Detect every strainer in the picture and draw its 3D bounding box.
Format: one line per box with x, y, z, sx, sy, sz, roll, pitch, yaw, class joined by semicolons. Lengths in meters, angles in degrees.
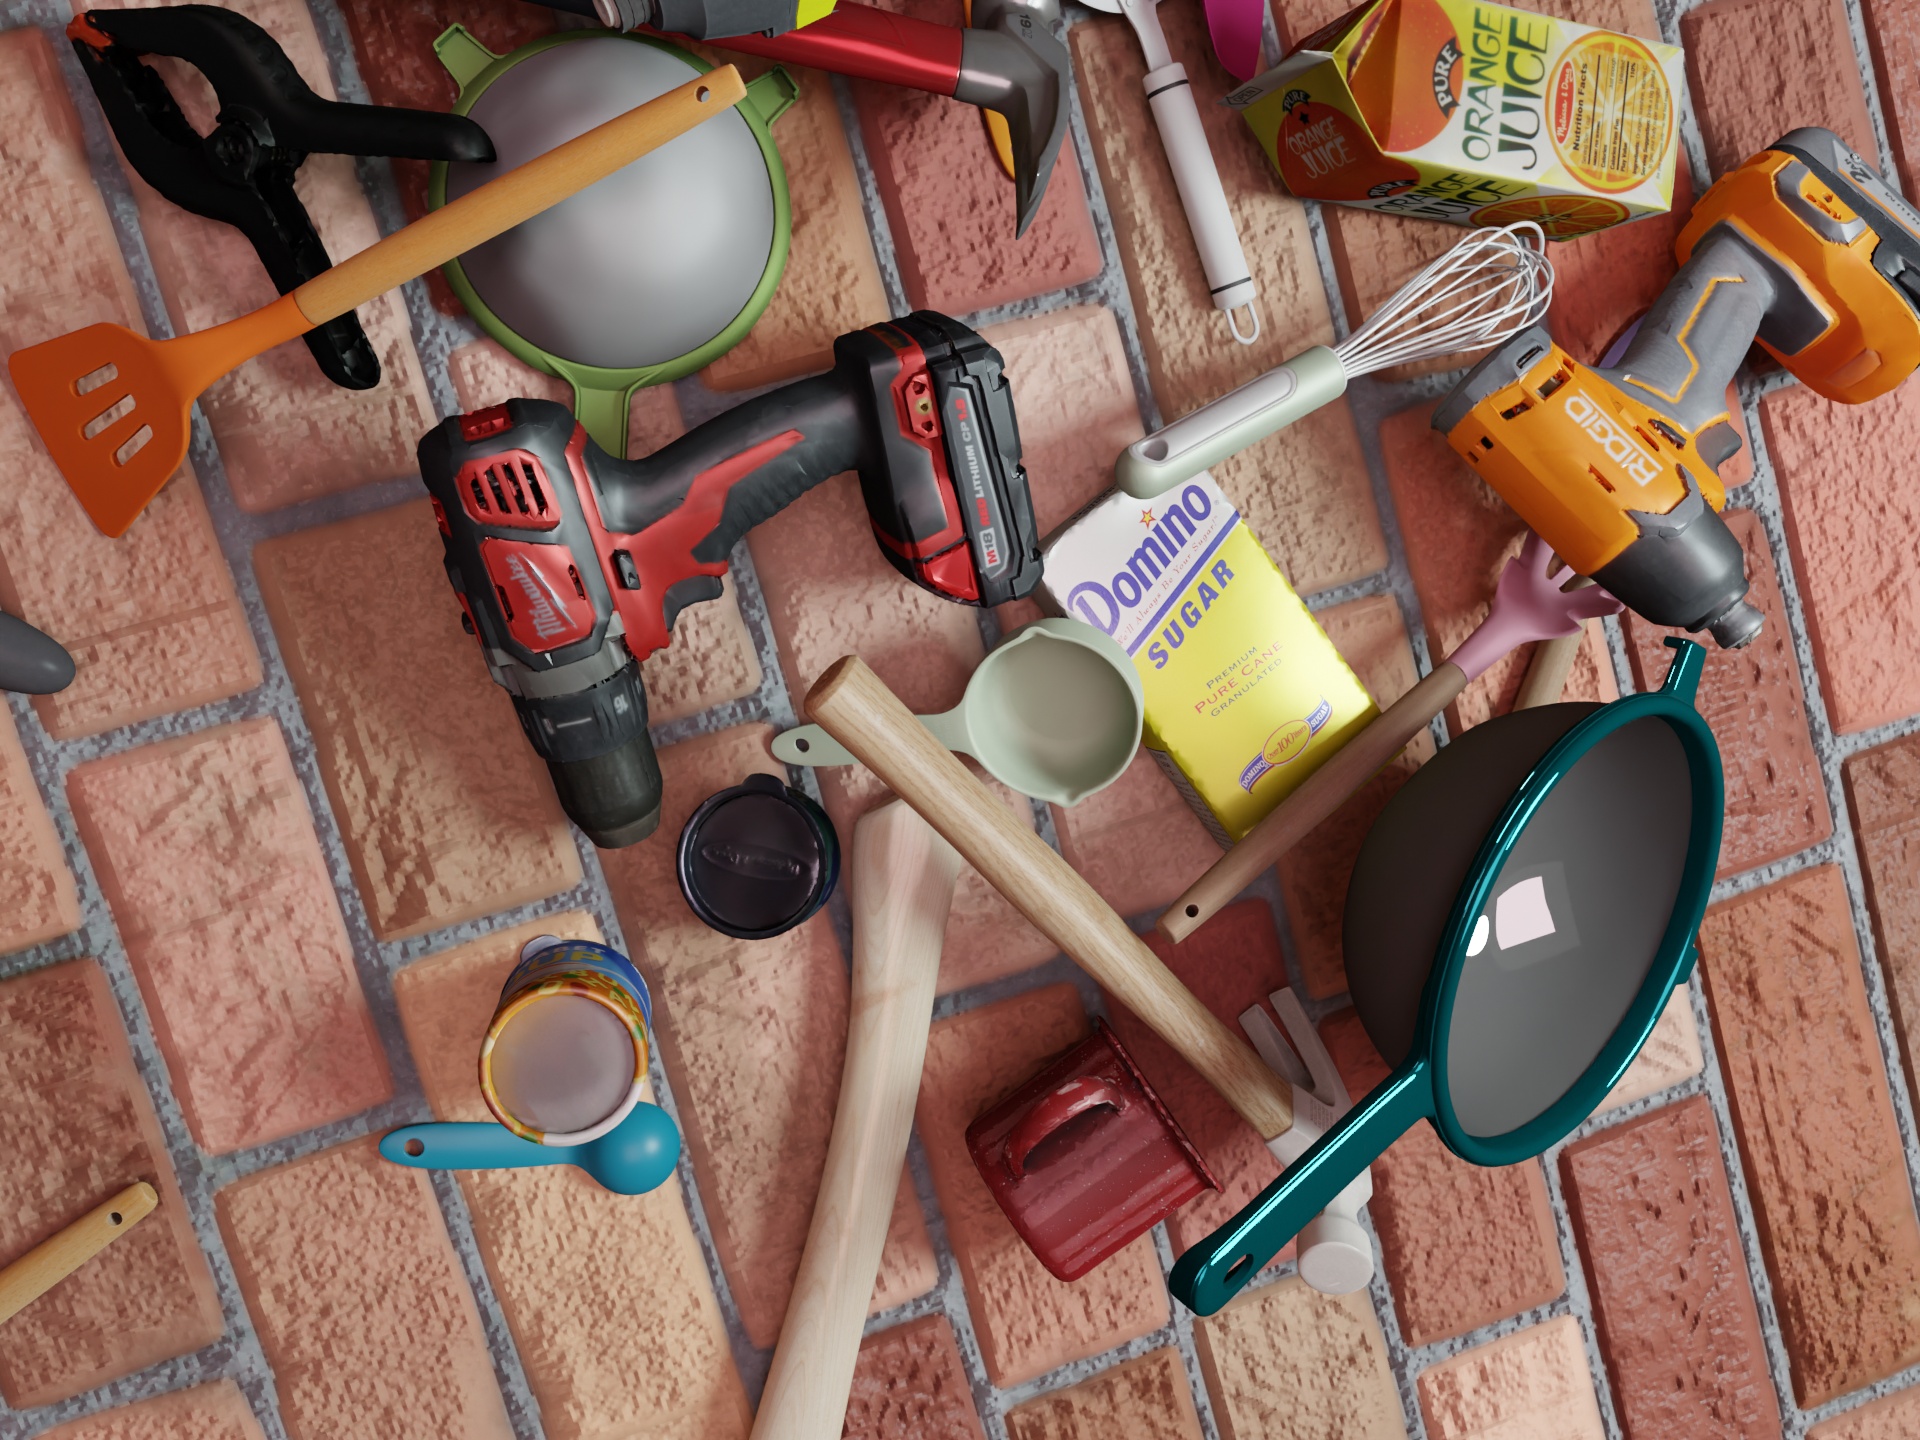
-0.146;-0.163;0.651;0.151;0.069;0.256;3;92;-11;strainer
0.090;-0.292;0.704;0.087;0.050;0.258;-25;102;-23;strainer
0.186;0.110;0.664;0.340;0.095;0.210;-34;127;-25;strainer

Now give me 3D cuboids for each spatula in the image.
0.291;-0.049;0.767;0.060;0.018;0.316;21;89;-1;spatula
-0.225;-0.169;0.606;0.322;0.041;0.081;-24;101;8;spatula

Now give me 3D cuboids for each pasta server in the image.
0.203;-0.007;0.701;0.316;0.040;0.060;-38;81;-18;pasta server

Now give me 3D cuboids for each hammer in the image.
0.061;0.094;0.669;0.031;0.130;0.331;-38;107;26;hammer
-0.043;0.234;0.711;0.146;0.038;0.410;12;91;-7;hammer
-0.147;-0.277;0.610;0.386;0.038;0.143;8;54;-11;hammer

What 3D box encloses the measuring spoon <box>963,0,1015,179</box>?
0.015;-0.296;0.701;0.021;0.011;0.117;-16;97;-9;measuring spoon

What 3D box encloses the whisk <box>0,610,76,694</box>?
-0.484;-0.073;0.605;0.284;0.070;0.070;24;89;-16;whisk

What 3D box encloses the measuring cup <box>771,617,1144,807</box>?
-0.001;-0.002;0.696;0.167;0.038;0.083;-7;111;17;measuring cup

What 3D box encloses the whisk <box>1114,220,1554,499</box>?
0.168;-0.158;0.702;0.246;0.059;0.058;-30;56;-18;whisk

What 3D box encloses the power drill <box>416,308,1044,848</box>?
-0.086;-0.058;0.650;0.226;0.080;0.187;-19;117;-13;power drill

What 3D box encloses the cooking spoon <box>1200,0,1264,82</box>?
0.106;-0.442;0.698;0.017;0.068;0.319;-4;92;34;cooking spoon

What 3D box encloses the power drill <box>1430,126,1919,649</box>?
0.341;-0.144;0.706;0.226;0.084;0.164;-39;81;-16;power drill

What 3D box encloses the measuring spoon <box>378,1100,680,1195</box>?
-0.186;0.188;0.691;0.128;0.021;0.042;3;93;-12;measuring spoon

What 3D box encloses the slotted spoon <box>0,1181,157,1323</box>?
-0.467;0.286;0.644;0.314;0.031;0.070;-35;101;-8;slotted spoon

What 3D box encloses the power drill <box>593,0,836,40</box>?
-0.103;-0.358;0.595;0.171;0.080;0.223;-32;76;-15;power drill
